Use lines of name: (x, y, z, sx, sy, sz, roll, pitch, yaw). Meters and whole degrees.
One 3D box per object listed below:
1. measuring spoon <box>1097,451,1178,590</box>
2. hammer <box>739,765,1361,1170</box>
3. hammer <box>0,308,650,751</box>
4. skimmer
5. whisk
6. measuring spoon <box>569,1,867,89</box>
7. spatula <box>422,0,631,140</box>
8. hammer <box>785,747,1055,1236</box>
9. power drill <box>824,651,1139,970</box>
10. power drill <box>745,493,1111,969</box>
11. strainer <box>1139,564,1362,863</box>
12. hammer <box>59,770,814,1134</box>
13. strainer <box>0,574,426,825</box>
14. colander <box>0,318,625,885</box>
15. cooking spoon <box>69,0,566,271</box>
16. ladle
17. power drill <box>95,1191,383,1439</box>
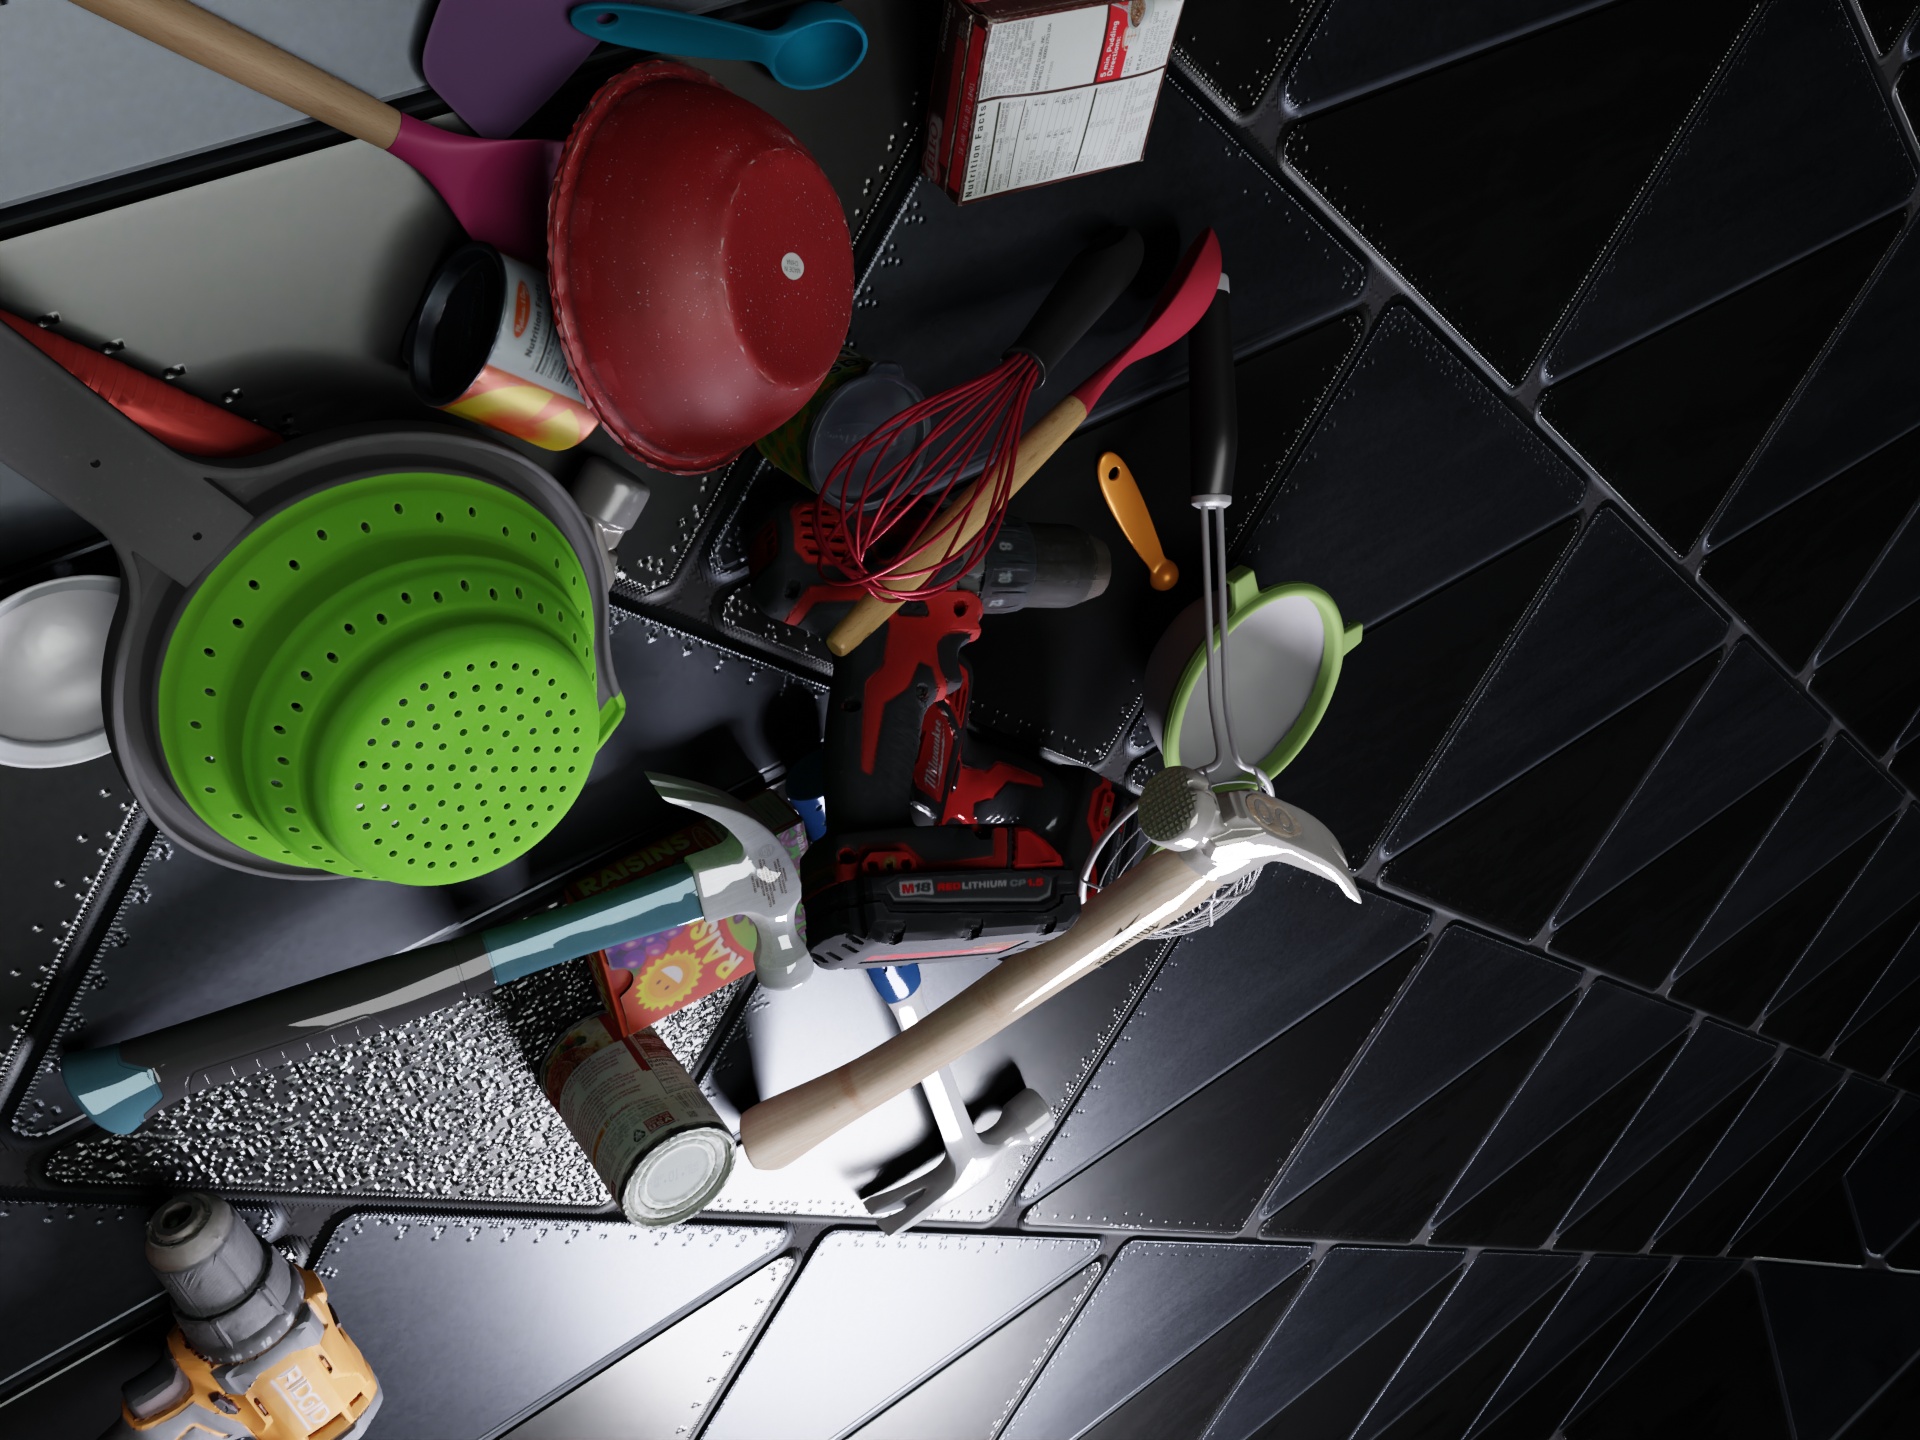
measuring spoon: (0.104, -0.113, 0.921, 0.021, 0.011, 0.116, -44, 137, -8)
hammer: (0.023, 0.157, 0.872, 0.146, 0.038, 0.410, 22, 132, -38)
hammer: (-0.288, -0.093, 0.590, 0.358, 0.037, 0.149, 24, 101, -47)
skimmer: (0.119, -0.058, 0.881, 0.127, 0.090, 0.363, -2, 91, -35)
whisk: (0.021, -0.150, 0.724, 0.296, 0.073, 0.073, -56, 145, -38)
measuring spoon: (-0.096, -0.278, 0.632, 0.128, 0.021, 0.042, -8, 163, -35)
spatula: (-0.088, -0.349, 0.597, 0.316, 0.018, 0.059, -49, 143, -2)
hammer: (-0.037, 0.176, 0.980, 0.144, 0.035, 0.405, -33, 134, -18)
power drill: (0.008, 0.060, 0.876, 0.219, 0.078, 0.143, 37, 60, -47)
power drill: (-0.001, -0.002, 0.765, 0.187, 0.227, 0.080, 0, 163, -25)
strainer: (0.139, 0.018, 0.997, 0.151, 0.069, 0.256, 15, 108, -47)
hammer: (-0.233, 0.117, 0.741, 0.331, 0.033, 0.128, -17, 115, -19)
strainer: (-0.301, 0.003, 0.641, 0.087, 0.050, 0.258, -48, 143, 2)
colander: (-0.242, -0.043, 0.551, 0.204, 0.095, 0.396, -48, 141, -6)
cooking spoon: (-0.226, -0.222, 0.565, 0.318, 0.017, 0.068, 16, 123, -45)
ladle: (0.040, -0.138, 0.769, 0.315, 0.031, 0.069, -48, 180, -25)
power drill: (-0.407, 0.335, 0.749, 0.226, 0.084, 0.185, -31, 133, -26)
